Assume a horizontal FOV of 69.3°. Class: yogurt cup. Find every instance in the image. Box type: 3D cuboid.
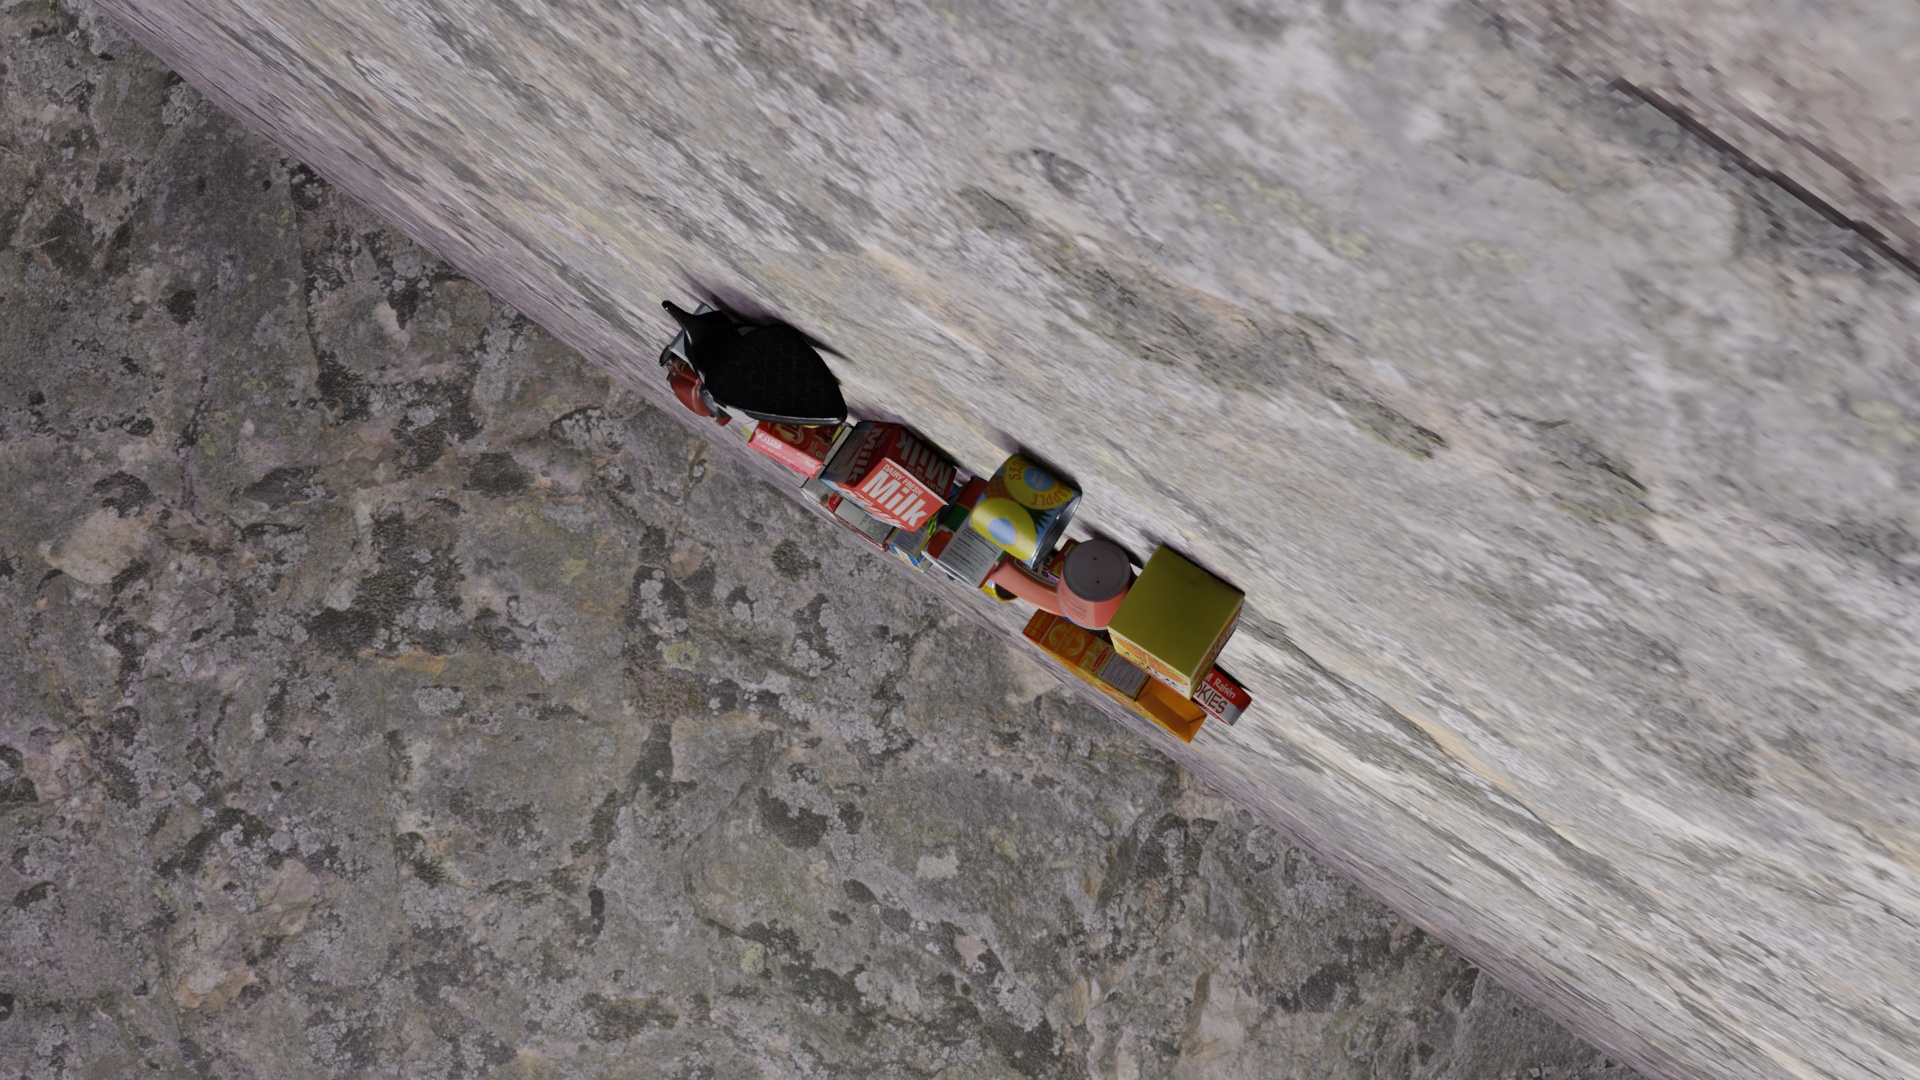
[{"bbox_3d":[0.111,0.033,1.130,0.072,0.072,0.053,33,166,18],"label":"yogurt cup"}]

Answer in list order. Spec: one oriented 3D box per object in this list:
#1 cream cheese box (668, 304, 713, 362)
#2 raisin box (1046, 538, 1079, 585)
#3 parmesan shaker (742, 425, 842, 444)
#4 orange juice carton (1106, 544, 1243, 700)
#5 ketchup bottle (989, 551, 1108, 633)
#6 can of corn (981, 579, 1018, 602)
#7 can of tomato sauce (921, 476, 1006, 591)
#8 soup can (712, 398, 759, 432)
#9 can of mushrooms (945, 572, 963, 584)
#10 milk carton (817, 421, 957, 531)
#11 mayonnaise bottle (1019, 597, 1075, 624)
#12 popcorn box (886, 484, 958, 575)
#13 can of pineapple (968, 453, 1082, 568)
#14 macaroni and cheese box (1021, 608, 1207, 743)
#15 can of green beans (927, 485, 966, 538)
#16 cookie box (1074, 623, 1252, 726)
[{"bbox_3d":[-0.223,-0.176,1.339,0.103,0.053,0.024,37,171,-23],"label":"cream cheese box"},{"bbox_3d":[0.145,0.055,1.236,0.123,0.040,0.086,32,175,29],"label":"raisin box"},{"bbox_3d":[-0.185,-0.123,1.519,0.103,0.071,0.071,30,173,41],"label":"parmesan shaker"},{"bbox_3d":[0.165,0.069,1.067,0.072,0.073,0.192,33,175,14],"label":"orange juice carton"},{"bbox_3d":[0.091,0.044,1.373,0.148,0.043,0.065,32,-141,-26],"label":"ketchup bottle"},{"bbox_3d":[0.040,0.024,1.457,0.058,0.071,0.071,29,172,40],"label":"can of corn"},{"bbox_3d":[0.013,-0.006,1.259,0.071,0.083,0.071,34,174,4],"label":"can of tomato sauce"},{"bbox_3d":[-0.202,-0.145,1.433,0.083,0.071,0.071,39,172,-33],"label":"soup can"},{"bbox_3d":[0.013,0.011,1.403,0.033,0.070,0.071,-13,-148,-43],"label":"can of mushrooms"},{"bbox_3d":[-0.066,-0.061,1.300,0.072,0.073,0.190,36,174,-18],"label":"milk carton"},{"bbox_3d":[0.084,0.053,1.581,0.148,0.041,0.065,37,175,-36],"label":"mayonnaise bottle"},{"bbox_3d":[-0.033,-0.016,1.431,0.038,0.085,0.126,33,174,7],"label":"popcorn box"},{"bbox_3d":[0.048,-0.023,1.011,0.058,0.071,0.071,33,174,10],"label":"can of pineapple"},{"bbox_3d":[0.158,0.136,1.426,0.167,0.040,0.123,29,173,44],"label":"macaroni and cheese box"},{"bbox_3d":[0.005,-0.014,1.324,0.071,0.071,0.058,35,175,-8],"label":"can of green beans"},{"bbox_3d":[0.210,0.125,1.452,0.123,0.040,0.167,37,175,-26],"label":"cookie box"}]
